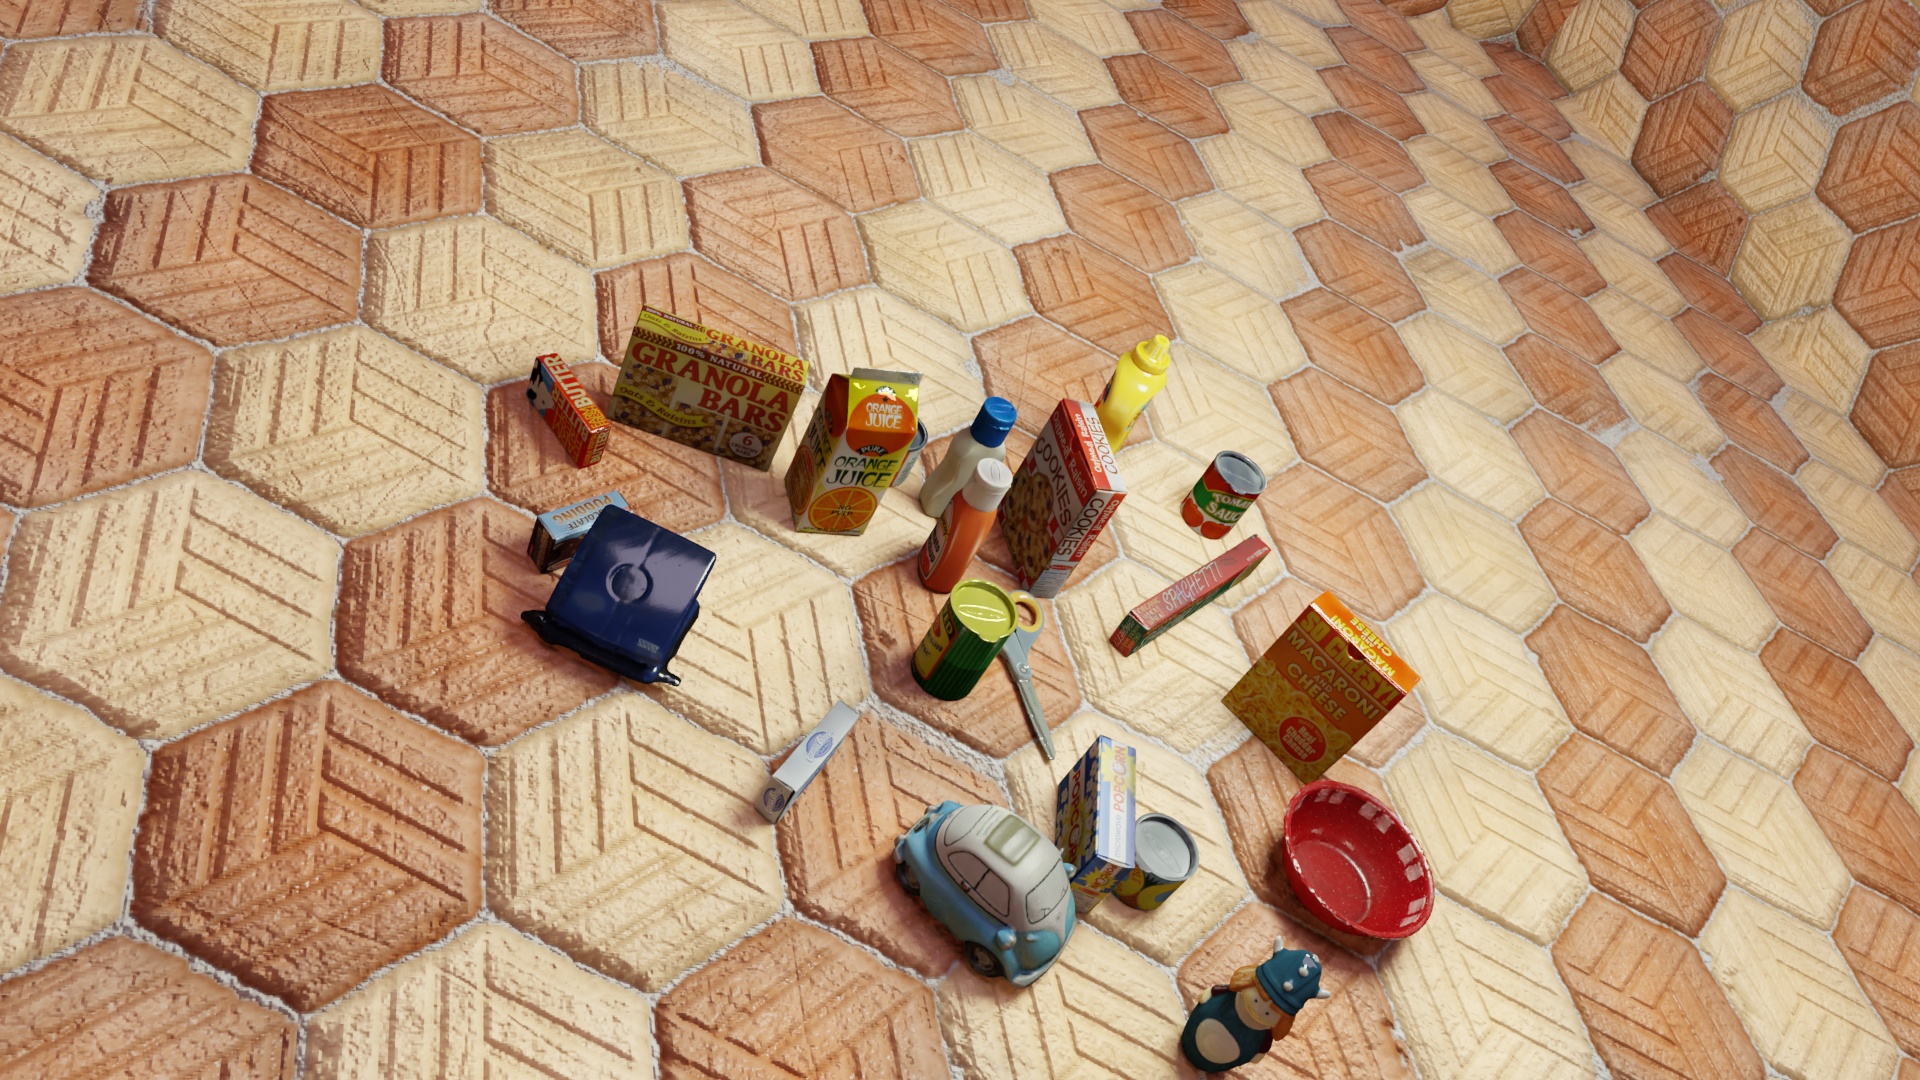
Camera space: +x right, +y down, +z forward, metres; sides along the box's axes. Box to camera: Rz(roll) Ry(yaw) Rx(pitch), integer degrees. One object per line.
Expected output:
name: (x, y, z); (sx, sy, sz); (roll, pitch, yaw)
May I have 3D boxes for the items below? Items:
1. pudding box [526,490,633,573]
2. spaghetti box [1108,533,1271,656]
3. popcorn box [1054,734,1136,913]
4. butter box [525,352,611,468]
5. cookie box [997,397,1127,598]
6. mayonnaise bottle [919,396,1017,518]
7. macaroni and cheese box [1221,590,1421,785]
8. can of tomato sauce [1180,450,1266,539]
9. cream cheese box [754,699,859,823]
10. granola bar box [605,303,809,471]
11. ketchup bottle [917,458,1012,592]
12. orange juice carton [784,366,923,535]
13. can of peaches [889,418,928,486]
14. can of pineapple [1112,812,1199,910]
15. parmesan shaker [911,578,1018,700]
pudding box: (-0.331, -0.008, 1.210); (0.084, 0.049, 0.030); (-24, 65, -43)
spaghetti box: (0.248, 0.056, 1.482); (0.251, 0.050, 0.029); (-26, 66, -43)
popcorn box: (0.115, 0.244, 1.197); (0.038, 0.084, 0.127); (21, 43, -12)
butter box: (-0.366, -0.121, 1.296); (0.024, 0.052, 0.104); (-21, 63, -42)
cookie box: (0.098, -0.041, 1.401); (0.040, 0.166, 0.123); (5, 48, -26)
mayonnaise bottle: (0.012, -0.082, 1.405); (0.065, 0.147, 0.041); (-1, 51, -31)
macaroni and cheese box: (0.351, 0.148, 1.366); (0.124, 0.165, 0.040); (46, 44, 16)
can of tomato sauce: (0.300, -0.050, 1.589); (0.071, 0.082, 0.071); (16, 44, -16)
cream cheese box: (-0.126, 0.181, 1.143); (0.024, 0.053, 0.104); (36, 42, 5)
granola bar box: (-0.243, -0.145, 1.336); (0.165, 0.123, 0.039); (19, 43, -14)
ketchup bottle: (0.005, -0.017, 1.338); (0.043, 0.148, 0.065); (14, 45, -19)
orange juice carton: (-0.101, -0.093, 1.318); (0.072, 0.191, 0.073); (4, 48, -27)
can of peaches: (-0.076, -0.099, 1.438); (0.071, 0.057, 0.071); (16, 44, -16)
can of pineapple: (0.164, 0.281, 1.211); (0.071, 0.057, 0.071); (16, 44, -16)
parmesan shaker: (0.002, 0.094, 1.264); (0.071, 0.102, 0.072); (16, 44, -16)
